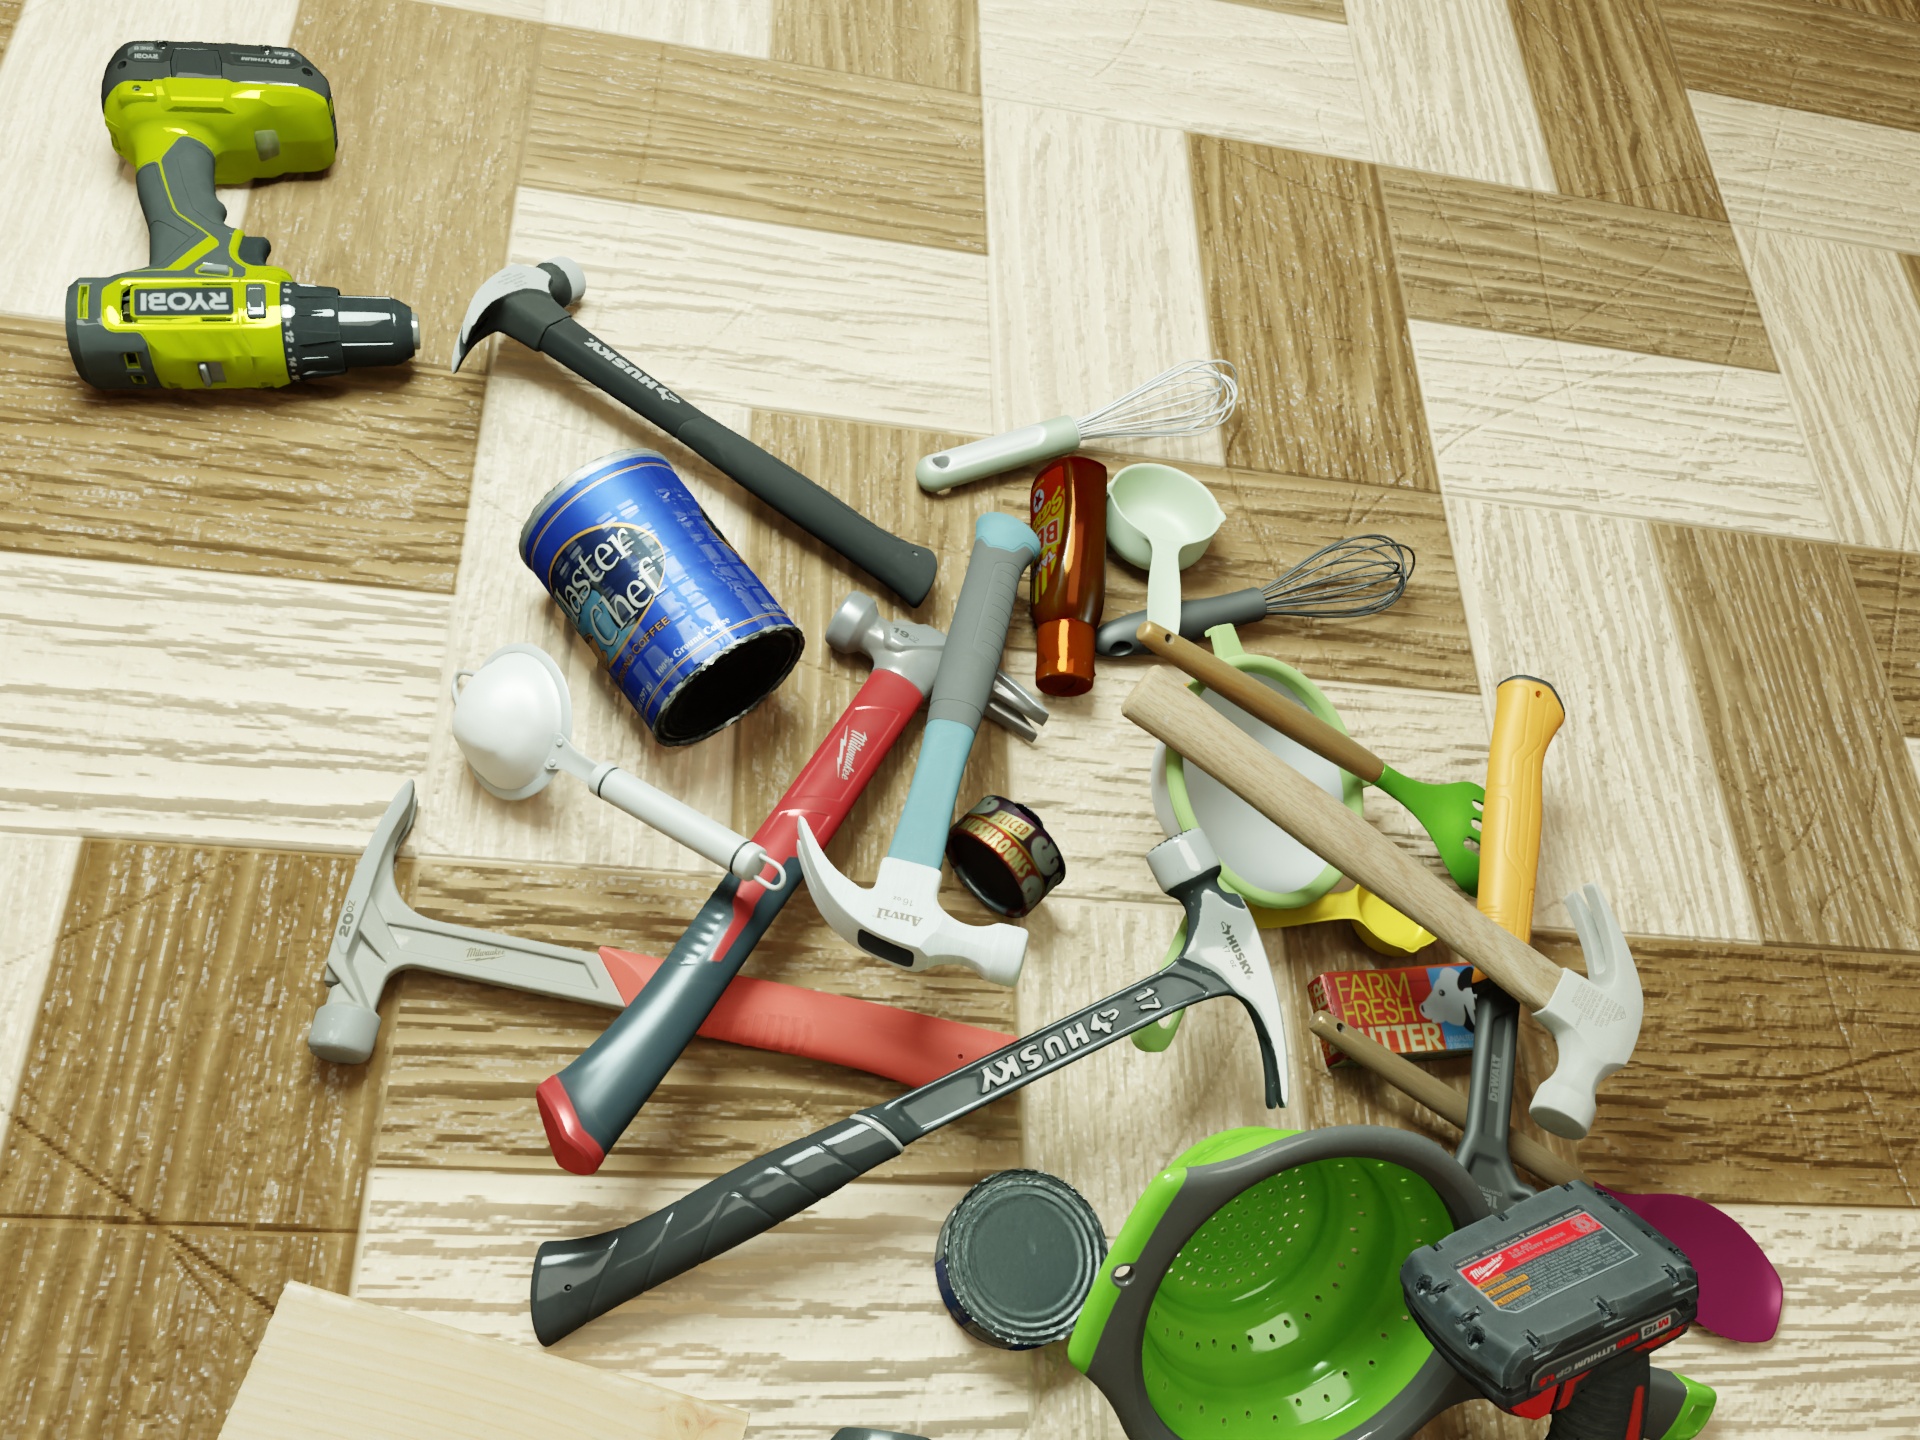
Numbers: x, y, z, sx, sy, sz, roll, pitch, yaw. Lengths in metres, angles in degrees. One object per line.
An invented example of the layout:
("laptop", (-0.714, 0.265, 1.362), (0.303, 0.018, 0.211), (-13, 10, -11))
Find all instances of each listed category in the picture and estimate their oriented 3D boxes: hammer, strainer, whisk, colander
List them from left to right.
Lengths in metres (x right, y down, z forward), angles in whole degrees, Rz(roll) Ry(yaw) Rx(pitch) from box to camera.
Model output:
("strainer", (-0.193, 0.027, 0.837), (0.258, 0.050, 0.087), (26, 101, 24))
("hammer", (-0.144, 0.138, 0.844), (0.359, 0.036, 0.149), (13, 60, -7))
("hammer", (-0.158, -0.173, 0.988), (0.335, 0.035, 0.146), (34, 33, 0))
("hammer", (-0.086, 0.084, 0.851), (0.143, 0.038, 0.386), (30, 50, 3))
("hammer", (-0.021, 0.203, 0.798), (0.409, 0.036, 0.149), (-24, 78, -12))
("hammer", (-0.001, -0.003, 0.892), (0.128, 0.033, 0.331), (13, 47, 3))
("whisk", (0.082, -0.198, 1.076), (0.246, 0.059, 0.058), (-19, 57, -18))
("strainer", (0.142, 0.081, 0.925), (0.151, 0.069, 0.256), (40, 61, -18))
("whisk", (0.194, -0.078, 1.041), (0.239, 0.055, 0.055), (-15, 67, -17))
("hammer", (0.231, 0.078, 0.873), (0.331, 0.031, 0.130), (37, 63, 2))
("colander", (0.224, 0.299, 0.820), (0.396, 0.095, 0.204), (22, 99, -22))
("hammer", (0.304, 0.121, 0.914), (0.127, 0.034, 0.337), (20, 64, -10))

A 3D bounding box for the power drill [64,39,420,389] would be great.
("power drill", (-0.440, -0.305, 0.984), (0.190, 0.080, 0.229), (-5, 66, -17))

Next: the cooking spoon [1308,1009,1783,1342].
("cooking spoon", (0.332, 0.253, 0.900), (0.319, 0.017, 0.069), (33, 60, -3))

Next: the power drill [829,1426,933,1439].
("power drill", (0.037, 0.426, 0.715), (0.223, 0.080, 0.171), (10, 60, -5))

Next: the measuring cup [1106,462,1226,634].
("measuring cup", (0.126, -0.097, 1.022), (0.083, 0.038, 0.168), (13, 50, -7))

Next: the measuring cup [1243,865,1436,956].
("measuring cup", (0.214, 0.117, 0.958), (0.156, 0.029, 0.062), (-3, 63, -3))

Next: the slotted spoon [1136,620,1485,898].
("slotted spoon", (0.226, 0.021, 0.938), (0.313, 0.031, 0.070), (29, 65, -23))

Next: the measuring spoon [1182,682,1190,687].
("measuring spoon", (0.195, -0.003, 1.019), (0.117, 0.011, 0.021), (19, 59, -4))

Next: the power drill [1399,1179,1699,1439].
("power drill", (0.266, 0.353, 0.753), (0.188, 0.080, 0.226), (-18, 112, -14))
